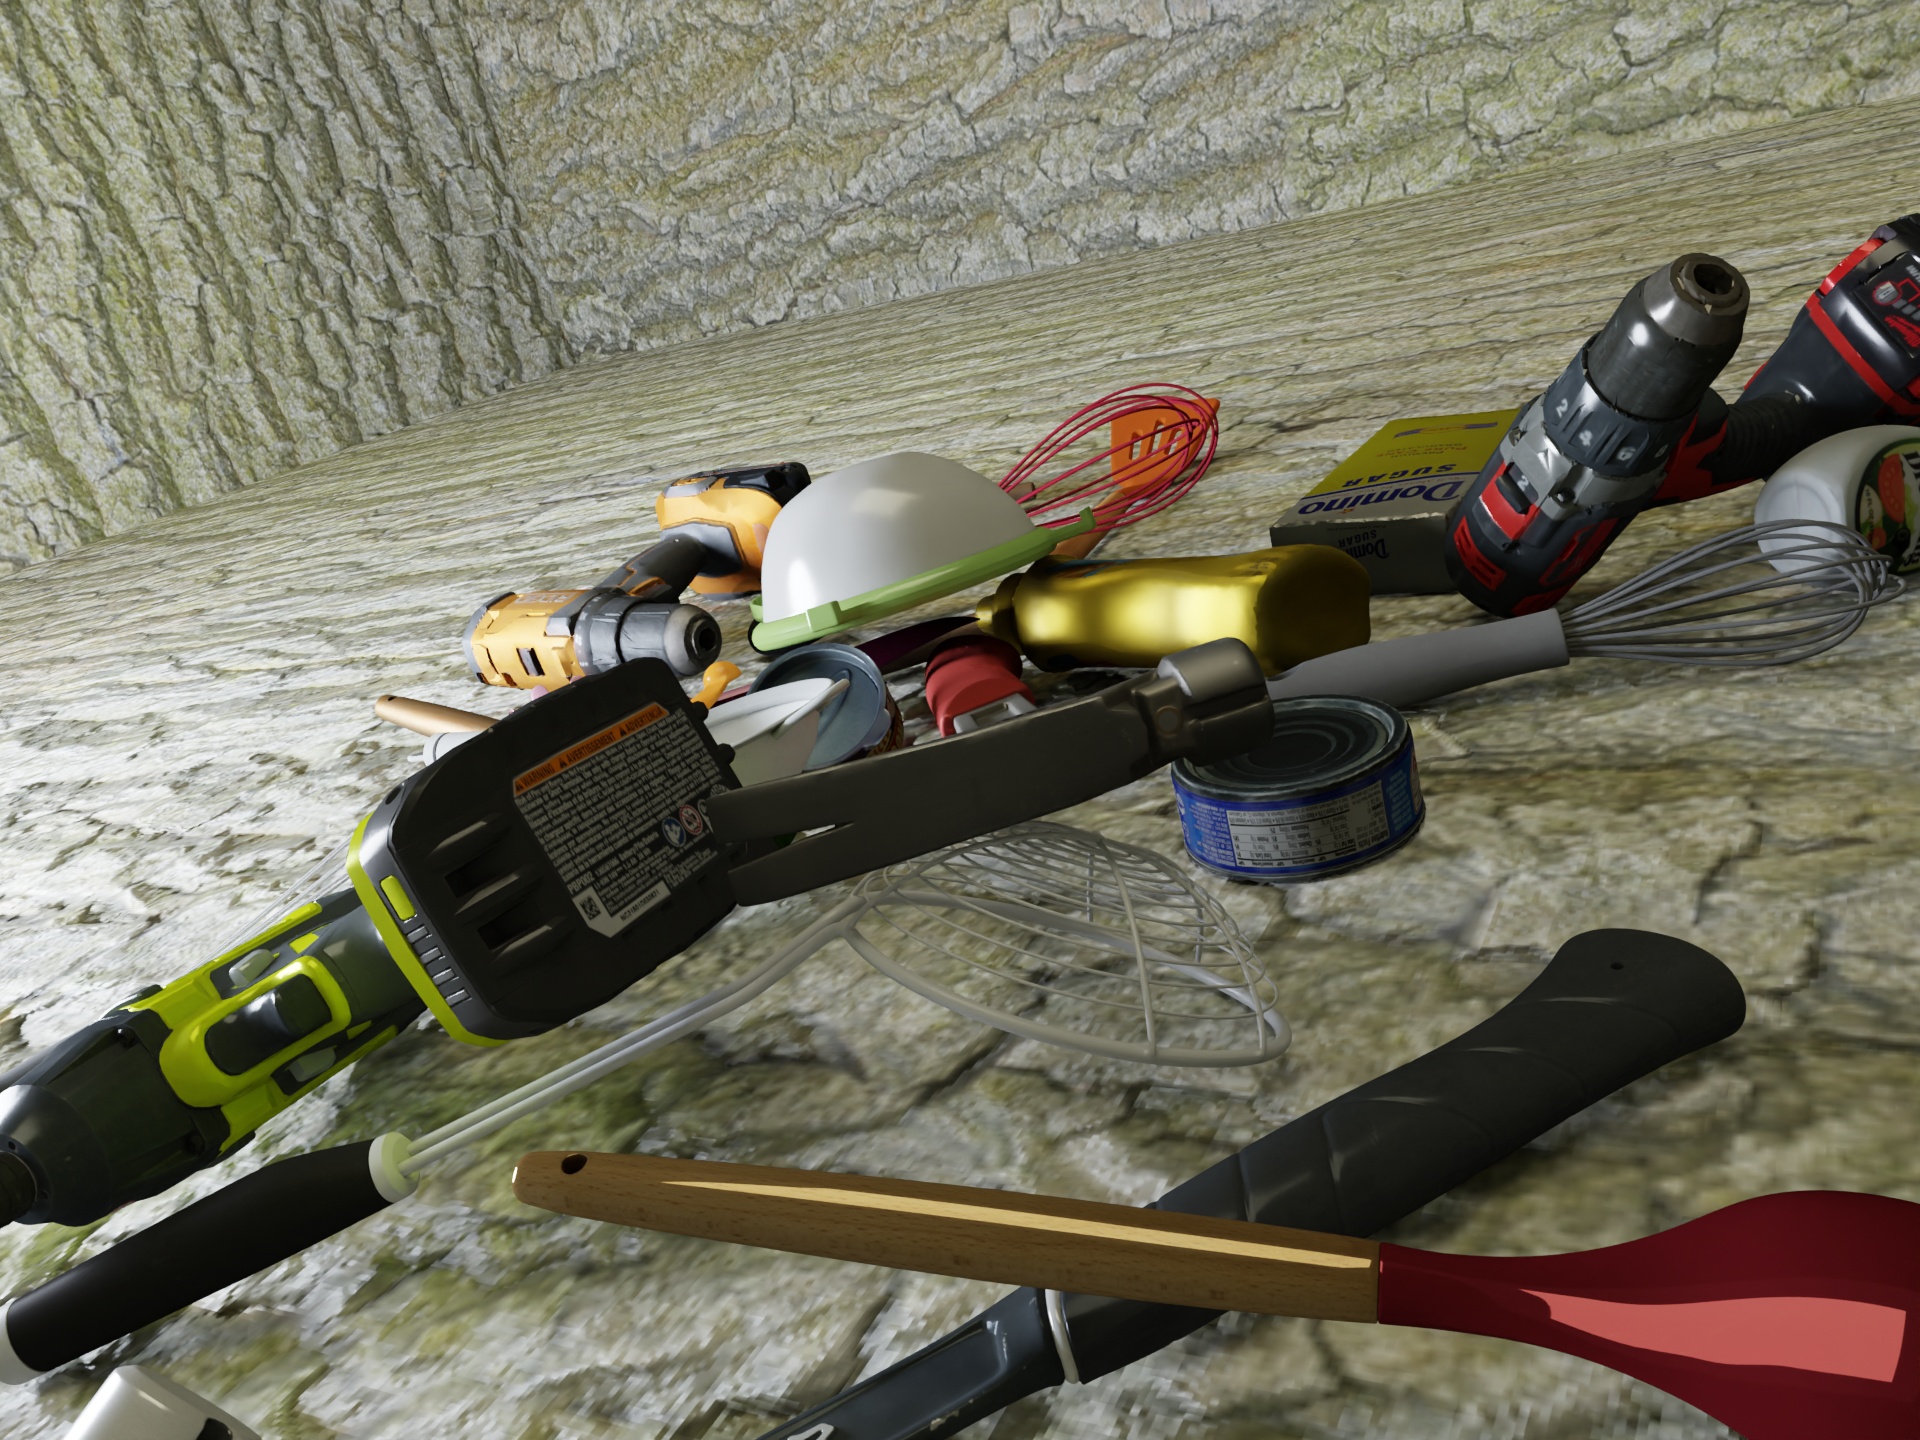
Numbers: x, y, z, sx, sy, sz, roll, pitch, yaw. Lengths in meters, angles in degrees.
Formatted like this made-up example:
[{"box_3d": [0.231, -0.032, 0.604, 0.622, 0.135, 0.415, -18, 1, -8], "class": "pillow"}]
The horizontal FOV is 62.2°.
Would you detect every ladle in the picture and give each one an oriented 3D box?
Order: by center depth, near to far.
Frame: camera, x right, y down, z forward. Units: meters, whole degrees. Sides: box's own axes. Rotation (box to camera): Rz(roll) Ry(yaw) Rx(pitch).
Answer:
[{"box_3d": [0.055, 0.106, 0.309, 0.315, 0.031, 0.069, 2, 34, 16], "class": "ladle"}]

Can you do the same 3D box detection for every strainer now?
[{"box_3d": [-0.138, 0.013, 0.636, 0.258, 0.050, 0.087, -2, 22, 36], "class": "strainer"}, {"box_3d": [-0.059, -0.087, 0.790, 0.151, 0.069, 0.256, -23, 10, -26], "class": "strainer"}]

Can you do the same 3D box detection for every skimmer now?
[{"box_3d": [-0.090, 0.123, 0.444, 0.363, 0.090, 0.127, -26, 8, 0], "class": "skimmer"}]

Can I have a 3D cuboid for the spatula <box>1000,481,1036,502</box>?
[{"box_3d": [-0.098, -0.132, 1.149, 0.316, 0.018, 0.060, -10, 21, 15], "class": "spatula"}]

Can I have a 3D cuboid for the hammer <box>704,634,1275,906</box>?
[{"box_3d": [-0.001, -0.002, 0.581, 0.149, 0.036, 0.359, -17, 6, -2], "class": "hammer"}]

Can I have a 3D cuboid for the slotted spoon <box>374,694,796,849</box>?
[{"box_3d": [-0.190, 0.017, 0.730, 0.314, 0.031, 0.070, 12, 32, 42], "class": "slotted spoon"}]

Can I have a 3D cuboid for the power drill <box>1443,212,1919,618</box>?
[{"box_3d": [0.322, -0.135, 0.654, 0.226, 0.080, 0.187, -20, -24, -16], "class": "power drill"}]

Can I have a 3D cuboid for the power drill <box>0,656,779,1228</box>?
[{"box_3d": [-0.179, 0.075, 0.477, 0.223, 0.080, 0.171, -29, 5, 25], "class": "power drill"}]

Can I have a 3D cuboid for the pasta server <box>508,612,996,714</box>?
[{"box_3d": [-0.073, -0.030, 0.830, 0.316, 0.040, 0.060, -18, -24, -14], "class": "pasta server"}]

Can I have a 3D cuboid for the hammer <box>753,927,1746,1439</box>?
[{"box_3d": [0.008, 0.137, 0.335, 0.409, 0.036, 0.149, -22, 22, -19], "class": "hammer"}]

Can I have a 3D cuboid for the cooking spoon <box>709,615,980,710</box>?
[{"box_3d": [-0.140, 0.007, 0.760, 0.319, 0.017, 0.069, -21, 5, 0], "class": "cooking spoon"}]

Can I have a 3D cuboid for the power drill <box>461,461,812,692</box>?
[{"box_3d": [-0.172, -0.086, 0.995, 0.185, 0.084, 0.226, 2, 30, 37], "class": "power drill"}]

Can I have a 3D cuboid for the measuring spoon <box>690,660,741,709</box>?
[{"box_3d": [-0.124, -0.011, 0.738, 0.021, 0.011, 0.117, -19, 12, 11], "class": "measuring spoon"}]

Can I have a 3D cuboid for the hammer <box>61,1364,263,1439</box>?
[{"box_3d": [-0.272, 0.182, 0.365, 0.335, 0.035, 0.146, -2, 48, 47], "class": "hammer"}]

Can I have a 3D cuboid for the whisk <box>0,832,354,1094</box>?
[{"box_3d": [-0.285, 0.102, 0.607, 0.284, 0.070, 0.070, -31, 25, -27], "class": "whisk"}]

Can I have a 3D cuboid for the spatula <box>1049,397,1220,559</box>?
[{"box_3d": [0.089, -0.138, 1.000, 0.081, 0.041, 0.323, -4, 24, 27], "class": "spatula"}]

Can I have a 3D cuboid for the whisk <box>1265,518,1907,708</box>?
[{"box_3d": [0.231, -0.030, 0.614, 0.239, 0.055, 0.055, -13, 20, 18], "class": "whisk"}]

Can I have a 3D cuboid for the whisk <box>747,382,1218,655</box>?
[{"box_3d": [0.010, -0.108, 0.904, 0.296, 0.073, 0.073, -26, 19, 8], "class": "whisk"}]
